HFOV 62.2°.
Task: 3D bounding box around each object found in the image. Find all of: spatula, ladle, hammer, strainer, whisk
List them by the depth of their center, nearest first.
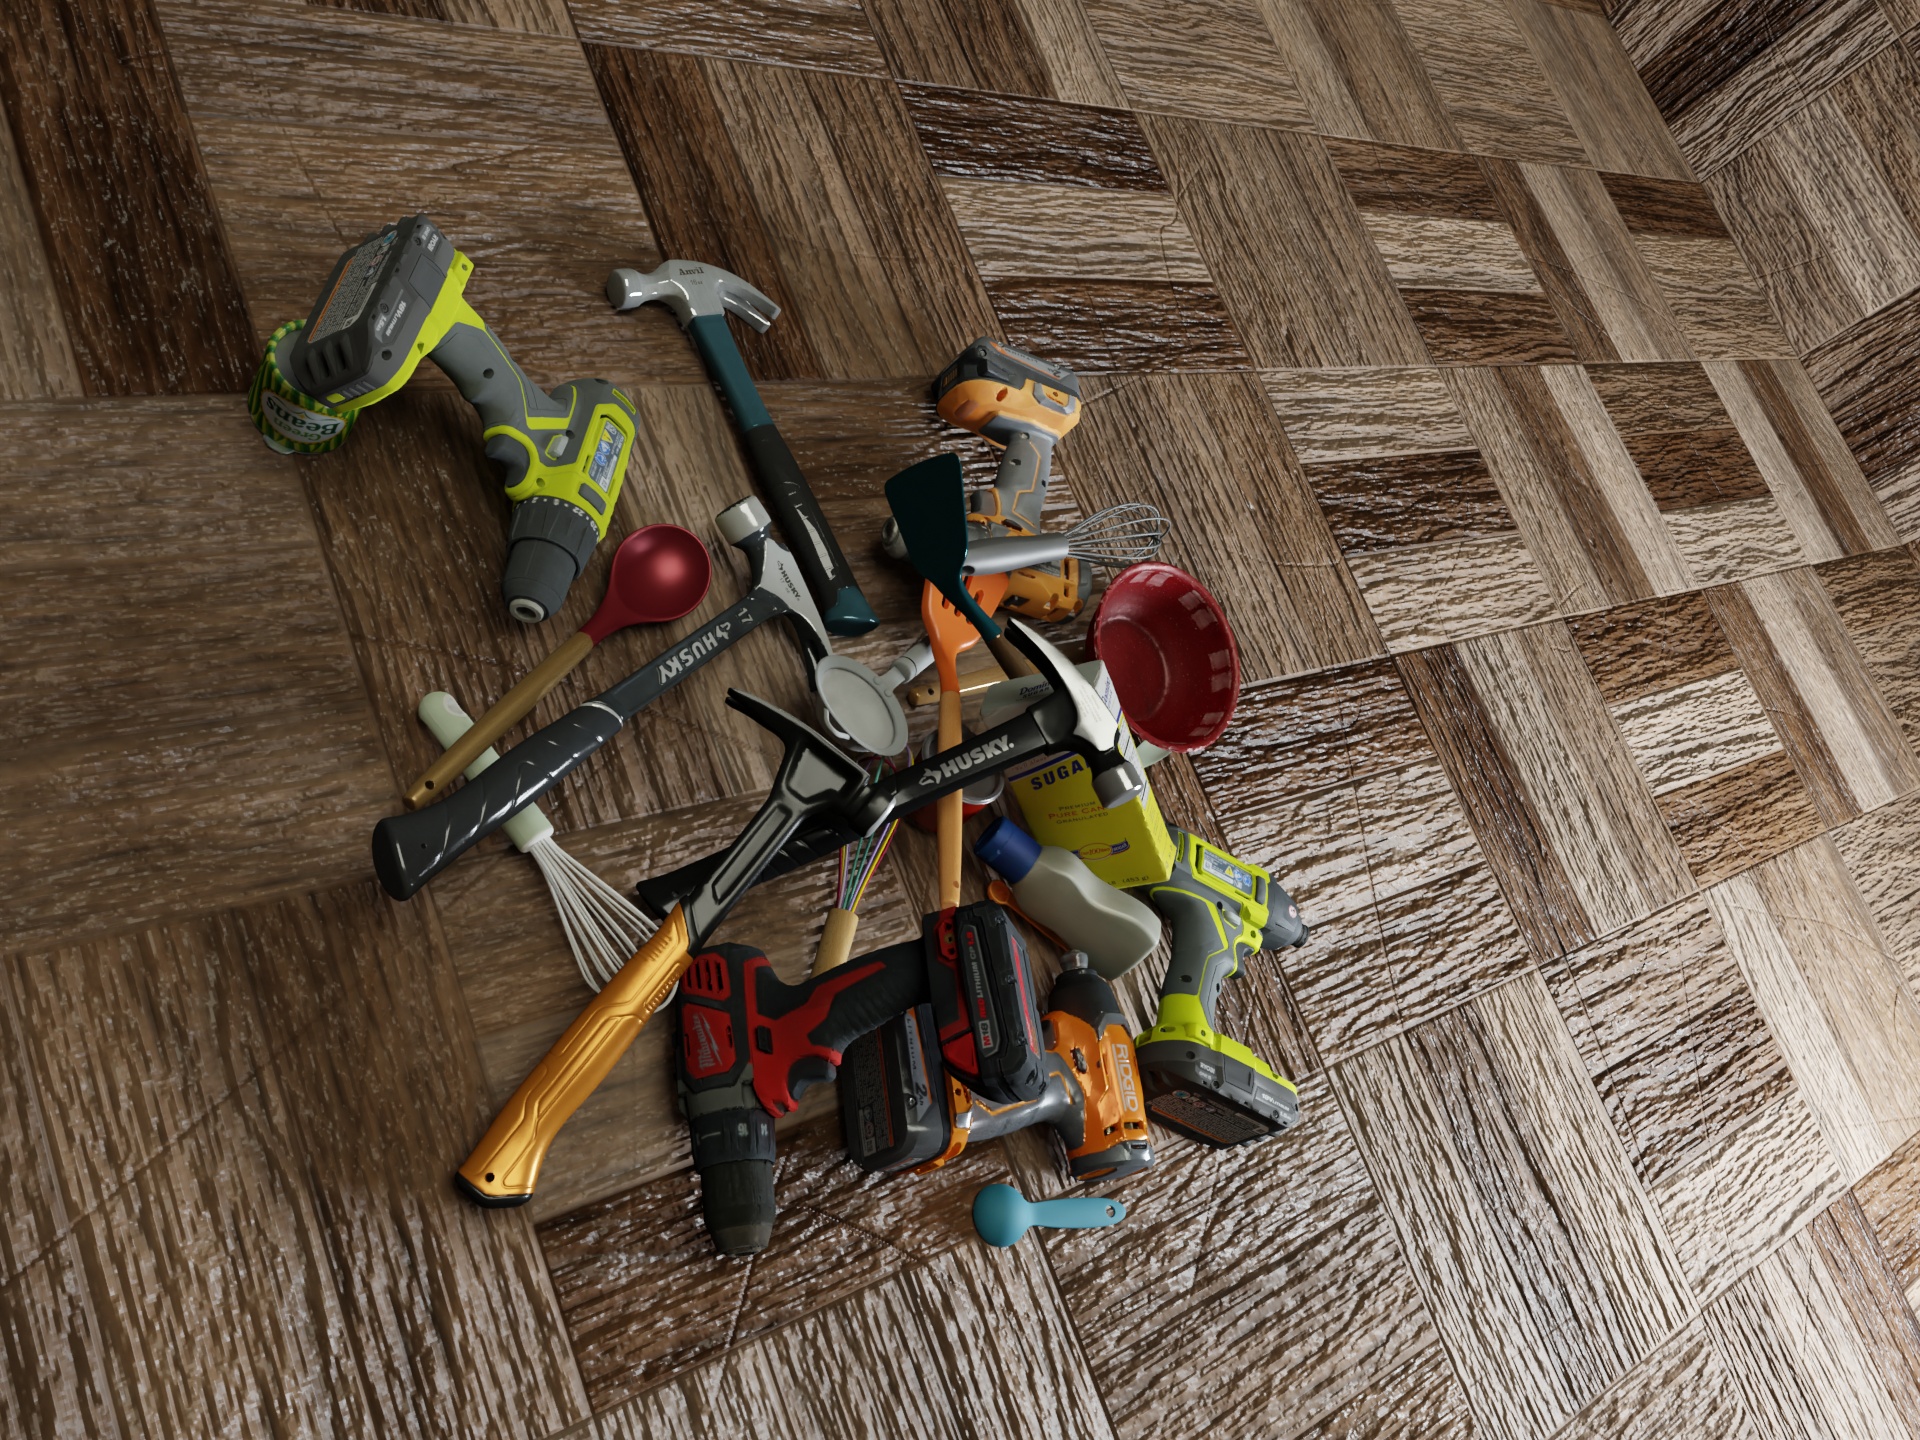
[{"bbox_3d":[-0.184,0.138,0.948,0.127,0.034,0.337,38,70,-2],"label":"hammer"},{"bbox_3d":[-0.260,0.081,0.992,0.246,0.059,0.058,52,11,4],"label":"whisk"},{"bbox_3d":[-0.218,-0.007,1.029,0.149,0.036,0.409,59,41,-12],"label":"hammer"},{"bbox_3d":[-0.260,-0.038,1.041,0.069,0.031,0.315,46,41,-10],"label":"ladle"},{"bbox_3d":[-0.055,0.050,1.059,0.335,0.035,0.146,-24,75,-12],"label":"hammer"},{"bbox_3d":[-0.079,0.116,1.109,0.047,0.051,0.245,16,59,-3],"label":"whisk"},{"bbox_3d":[-0.002,-0.004,1.152,0.081,0.041,0.323,32,40,-31],"label":"spatula"},{"bbox_3d":[0.045,-0.049,1.182,0.317,0.082,0.044,55,49,-19],"label":"spatula"},{"bbox_3d":[-0.047,-0.032,1.190,0.087,0.050,0.258,50,35,-2],"label":"strainer"},{"bbox_3d":[-0.151,-0.212,1.233,0.128,0.033,0.331,-19,79,-40],"label":"hammer"},{"bbox_3d":[0.079,-0.139,1.262,0.239,0.055,0.055,-13,75,-39],"label":"whisk"}]

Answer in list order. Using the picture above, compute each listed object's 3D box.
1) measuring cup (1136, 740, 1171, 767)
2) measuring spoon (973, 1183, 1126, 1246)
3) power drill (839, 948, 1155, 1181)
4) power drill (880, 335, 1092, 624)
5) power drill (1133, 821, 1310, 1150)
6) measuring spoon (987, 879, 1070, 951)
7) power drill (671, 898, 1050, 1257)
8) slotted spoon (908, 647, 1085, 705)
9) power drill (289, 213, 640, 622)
[{"bbox_3d":[0.131,0.041,1.305,0.083,0.038,0.167,57,34,5],"label":"measuring cup"},{"bbox_3d":[0.068,0.340,1.101,0.128,0.021,0.042,9,62,-31],"label":"measuring spoon"},{"bbox_3d":[0.029,0.232,1.096,0.226,0.084,0.164,11,58,-35],"label":"power drill"},{"bbox_3d":[0.020,-0.202,1.323,0.185,0.084,0.226,14,64,-30],"label":"power drill"},{"bbox_3d":[0.204,0.207,1.238,0.171,0.080,0.223,29,50,-23],"label":"power drill"},{"bbox_3d":[0.064,0.157,1.207,0.116,0.011,0.021,36,43,-19],"label":"measuring spoon"},{"bbox_3d":[-0.065,0.213,0.965,0.080,0.226,0.188,60,19,-62],"label":"power drill"},{"bbox_3d":[0.082,-0.049,1.318,0.313,0.031,0.070,-15,79,-38],"label":"slotted spoon"},{"bbox_3d":[-0.312,-0.191,1.035,0.228,0.080,0.191,46,42,-43],"label":"power drill"}]
